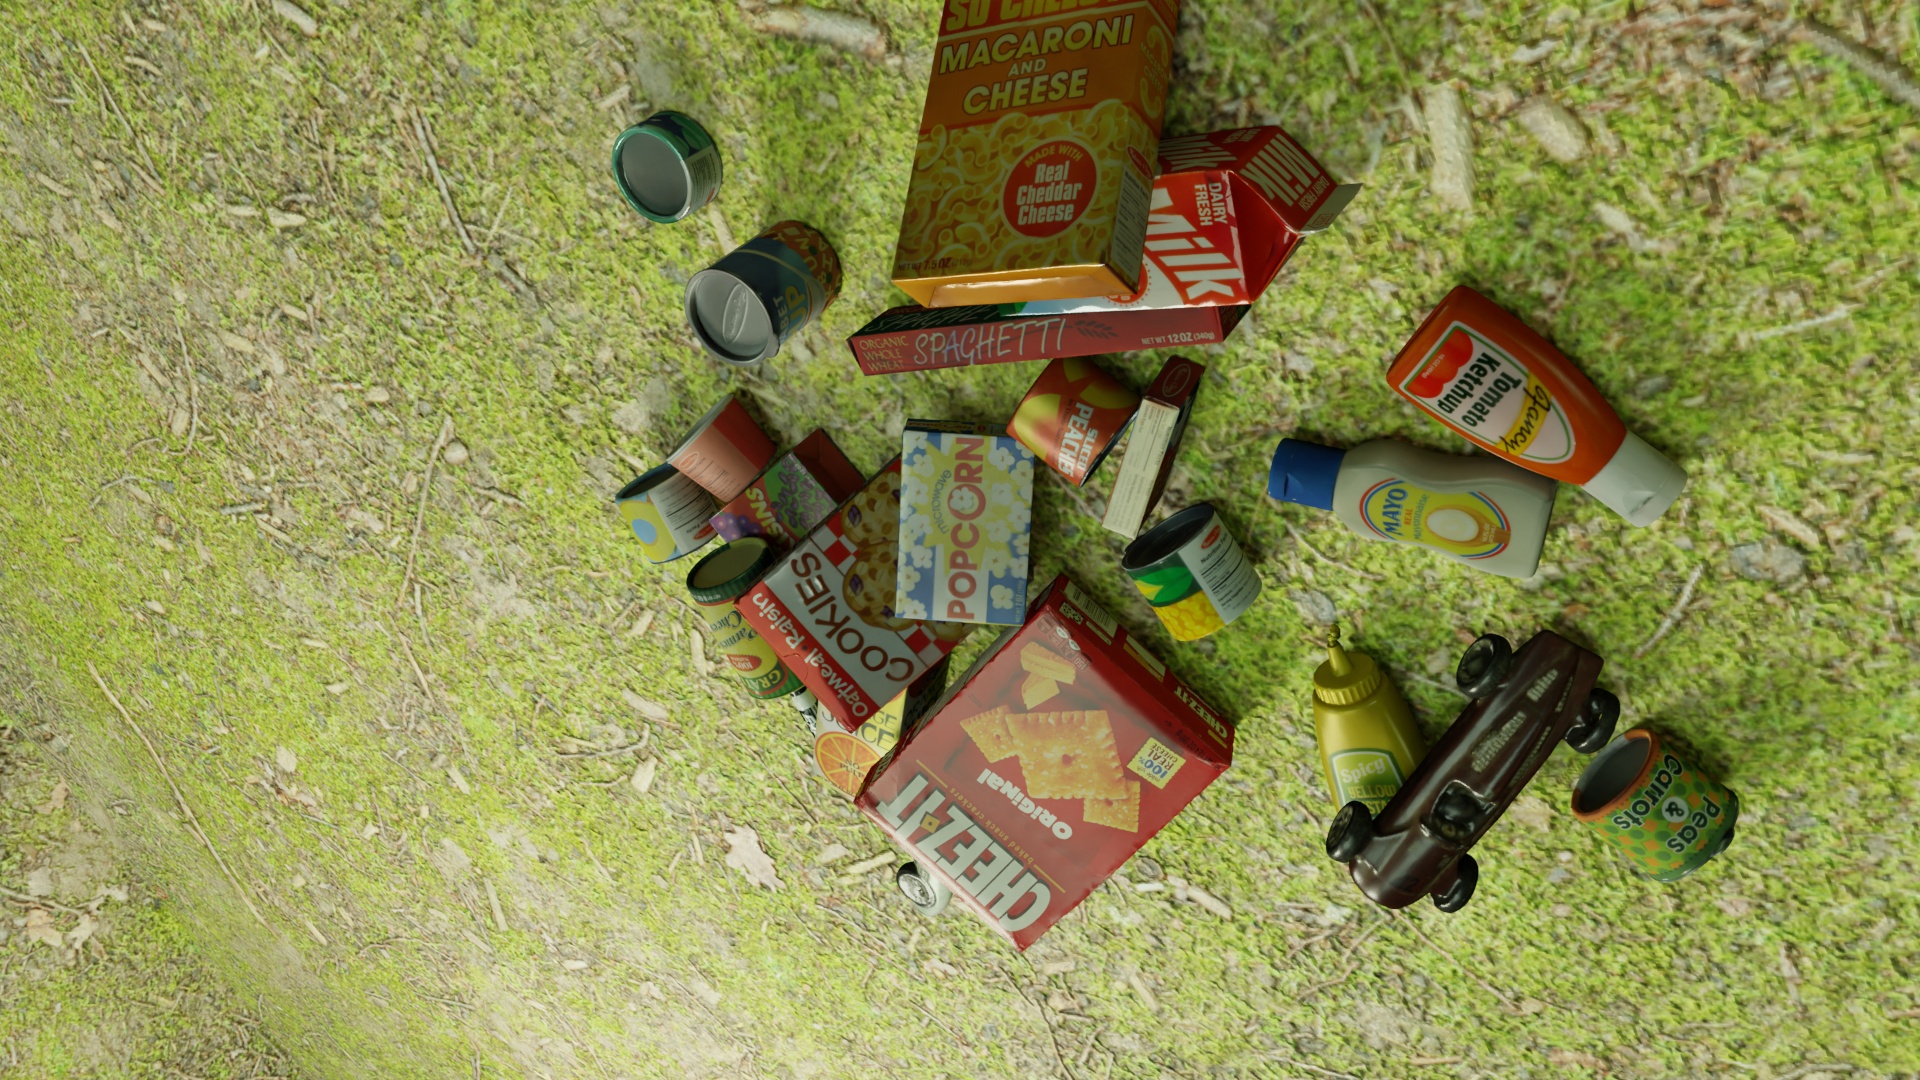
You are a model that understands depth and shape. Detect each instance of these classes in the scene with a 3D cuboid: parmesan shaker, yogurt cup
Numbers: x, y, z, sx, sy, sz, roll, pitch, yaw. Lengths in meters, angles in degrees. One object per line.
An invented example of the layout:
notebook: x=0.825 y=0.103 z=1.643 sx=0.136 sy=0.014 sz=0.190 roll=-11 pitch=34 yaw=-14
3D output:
parmesan shaker: x=-0.151 y=0.057 z=1.019 sx=0.071 sy=0.072 sz=0.102 roll=-4 pitch=124 yaw=35
yogurt cup: x=-0.169 y=-0.064 z=0.999 sx=0.054 sy=0.073 sz=0.072 roll=44 pitch=135 yaw=-14

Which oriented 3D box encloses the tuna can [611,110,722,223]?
tuna can: x=-0.194 y=-0.243 z=0.904 sx=0.071 sy=0.033 sz=0.070 roll=17 pitch=130 yaw=22

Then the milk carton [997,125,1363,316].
milk carton: x=0.109 y=-0.168 z=0.733 sx=0.190 sy=0.073 sz=0.073 roll=3 pitch=123 yaw=32

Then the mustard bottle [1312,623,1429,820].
mustard bottle: x=0.252 y=0.121 z=0.867 sx=0.065 sy=0.049 sz=0.159 roll=-12 pitch=115 yaw=32

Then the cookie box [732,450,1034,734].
cookie box: x=-0.052 y=0.031 z=0.946 sx=0.167 sy=0.040 sz=0.123 roll=-41 pitch=97 yaw=8

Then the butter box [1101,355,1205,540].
butter box: x=0.114 y=-0.054 z=0.827 sx=0.024 sy=0.053 sz=0.103 roll=24 pitch=133 yaw=13

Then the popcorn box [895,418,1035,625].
popcorn box: x=0.003 y=-0.011 z=0.893 sx=0.085 sy=0.038 sz=0.126 roll=4 pitch=104 yaw=2

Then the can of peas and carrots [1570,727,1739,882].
can of peas and carrots: x=0.391 y=0.149 z=0.783 sx=0.059 sy=0.071 sz=0.070 roll=38 pitch=134 yaw=4

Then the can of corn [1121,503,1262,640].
can of corn: x=0.141 y=0.020 z=0.855 sx=0.071 sy=0.071 sz=0.058 roll=-24 pitch=107 yaw=42

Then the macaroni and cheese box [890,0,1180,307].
macaroni and cheese box: x=0.038 y=-0.204 z=0.702 sx=0.123 sy=0.167 sz=0.040 roll=2 pitch=166 yaw=32

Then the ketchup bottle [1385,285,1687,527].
ketchup bottle: x=0.295 y=-0.064 z=0.707 sx=0.149 sy=0.044 sz=0.064 roll=36 pitch=134 yaw=5

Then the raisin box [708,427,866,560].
raisin box: x=-0.118 y=-0.016 z=1.017 sx=0.086 sy=0.040 sz=0.123 roll=49 pitch=135 yaw=-9

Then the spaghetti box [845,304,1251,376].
spaghetti box: x=0.046 y=-0.128 z=0.820 sx=0.250 sy=0.050 sz=0.028 roll=-1 pitch=120 yaw=34

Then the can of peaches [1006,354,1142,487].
can of peaches: x=0.068 y=-0.074 z=0.830 sx=0.058 sy=0.071 sz=0.071 roll=38 pitch=134 yaw=5

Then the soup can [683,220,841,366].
soup can: x=-0.122 y=-0.157 z=0.885 sx=0.071 sy=0.084 sz=0.071 roll=17 pitch=130 yaw=22

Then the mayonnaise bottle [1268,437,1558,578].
mayonnaise bottle: x=0.247 y=-0.025 z=0.769 sx=0.148 sy=0.041 sz=0.064 roll=14 pitch=130 yaw=24

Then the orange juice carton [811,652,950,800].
orange juice carton: x=-0.058 y=0.110 z=1.046 sx=0.072 sy=0.073 sz=0.191 roll=24 pitch=132 yaw=17

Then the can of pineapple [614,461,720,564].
can of pineapple: x=-0.223 y=-0.023 z=1.062 sx=0.071 sy=0.071 sz=0.057 roll=-9 pitch=116 yaw=37
